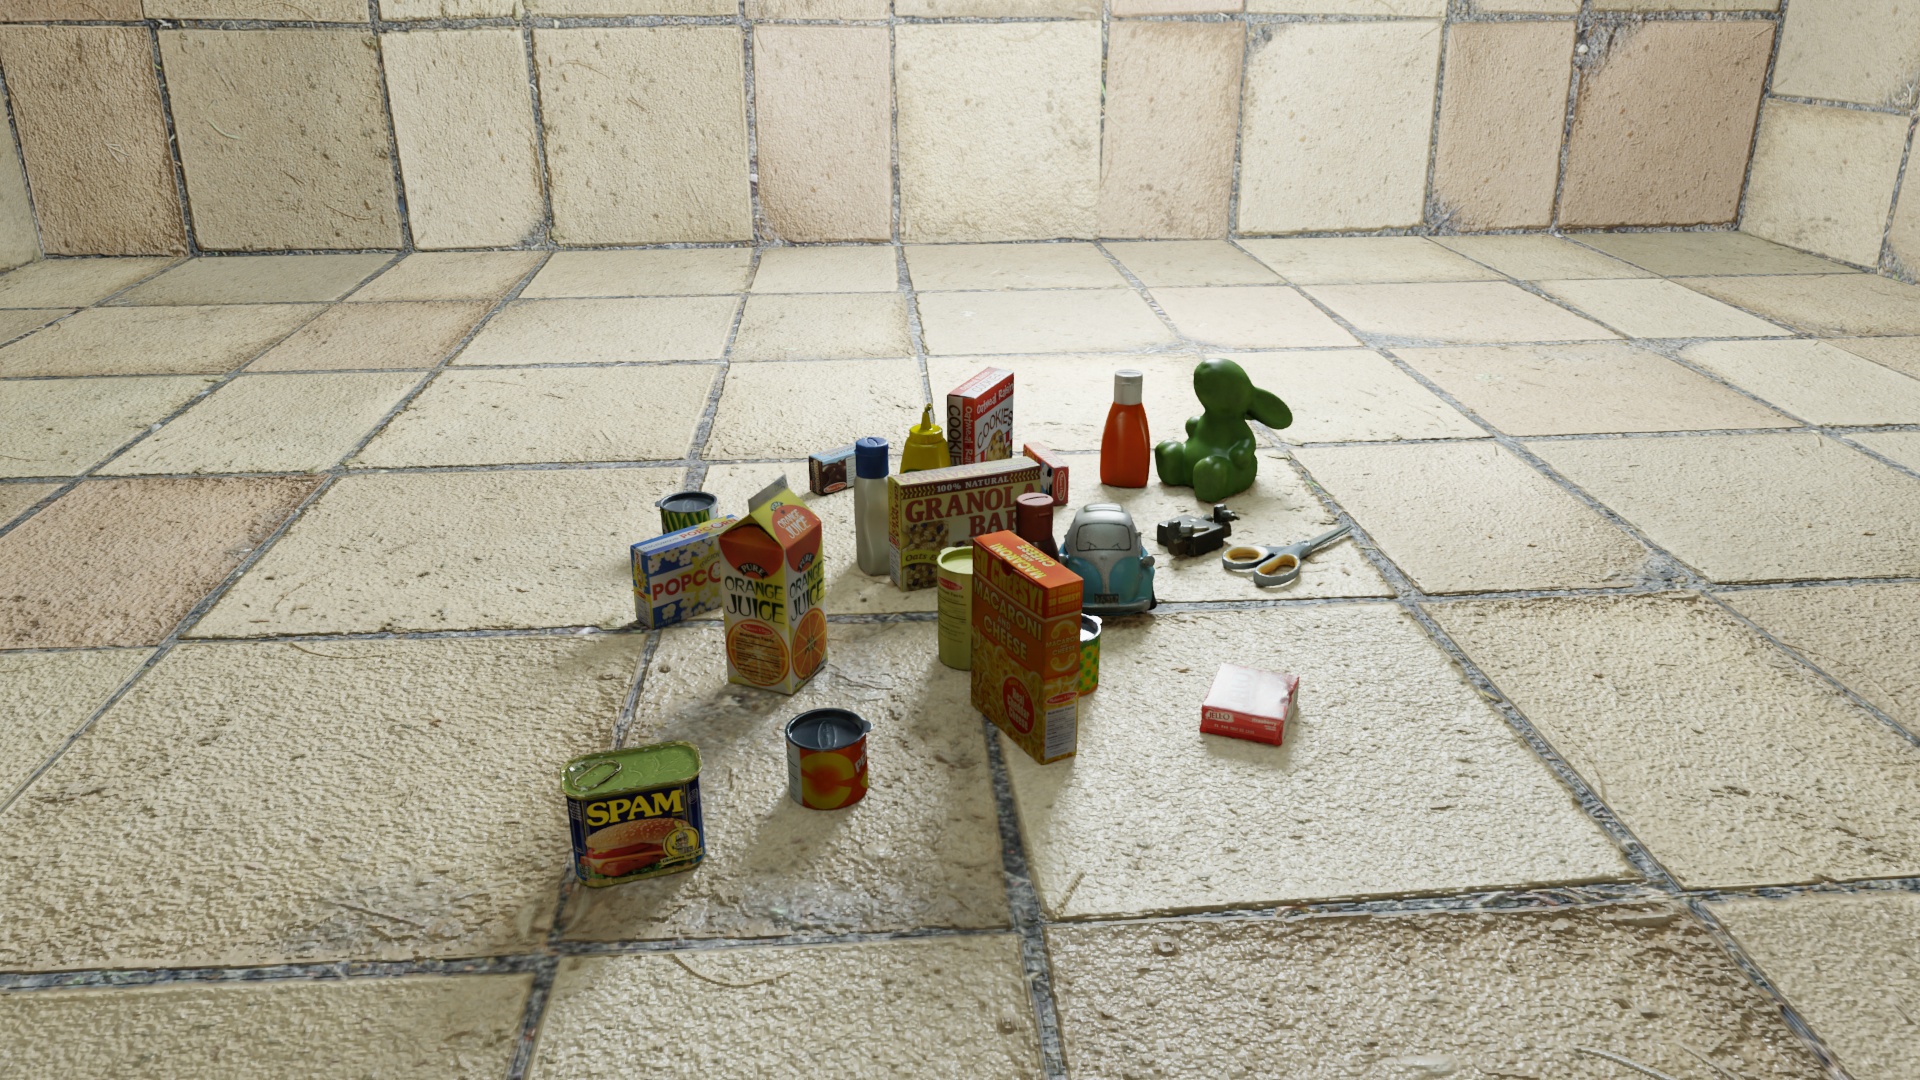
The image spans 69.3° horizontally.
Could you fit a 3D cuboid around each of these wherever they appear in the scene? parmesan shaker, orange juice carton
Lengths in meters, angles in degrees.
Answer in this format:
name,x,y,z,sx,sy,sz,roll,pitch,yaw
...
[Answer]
name,x,y,z,sx,sy,sz,roll,pitch,yaw
parmesan shaker,0.009,0.065,1.342,0.071,0.102,0.071,0,23,0
orange juice carton,-0.174,0.039,1.289,0.073,0.191,0.072,9,24,21

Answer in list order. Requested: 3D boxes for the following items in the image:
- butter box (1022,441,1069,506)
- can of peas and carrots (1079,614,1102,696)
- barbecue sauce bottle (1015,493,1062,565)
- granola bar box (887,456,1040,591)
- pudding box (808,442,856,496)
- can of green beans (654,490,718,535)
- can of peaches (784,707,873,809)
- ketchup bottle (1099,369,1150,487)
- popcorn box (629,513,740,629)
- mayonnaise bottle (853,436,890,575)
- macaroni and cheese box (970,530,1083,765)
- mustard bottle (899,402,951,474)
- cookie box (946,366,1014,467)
name,x,y,z,sx,sy,sz,roll,pitch,yaw
butter box,0.107,-0.086,1.761,0.024,0.053,0.104,-8,24,-17
can of peas and carrots,0.100,0.106,1.300,0.071,0.058,0.071,0,23,0
barbecue sauce bottle,0.072,0.028,1.370,0.065,0.148,0.044,-10,24,-23
granola bar box,0.005,-0.019,1.513,0.166,0.123,0.039,-9,24,-21
pudding box,-0.154,-0.092,1.783,0.084,0.049,0.030,-20,30,-39
can of green beans,-0.311,-0.019,1.598,0.071,0.057,0.071,0,23,0
can of peaches,-0.106,0.178,1.132,0.071,0.057,0.071,0,23,0
ketchup bottle,0.212,-0.143,1.774,0.065,0.148,0.044,6,23,14
popcorn box,-0.278,0.031,1.444,0.127,0.085,0.038,-20,30,-39
mayonnaise bottle,-0.095,-0.039,1.530,0.041,0.147,0.065,-8,24,-18
macaroni and cheese box,0.054,0.091,1.199,0.040,0.165,0.124,-12,25,-27
mustard bottle,-0.041,-0.083,1.619,0.065,0.159,0.049,7,24,17
cookie box,0.024,-0.113,1.680,0.040,0.166,0.123,9,24,22
